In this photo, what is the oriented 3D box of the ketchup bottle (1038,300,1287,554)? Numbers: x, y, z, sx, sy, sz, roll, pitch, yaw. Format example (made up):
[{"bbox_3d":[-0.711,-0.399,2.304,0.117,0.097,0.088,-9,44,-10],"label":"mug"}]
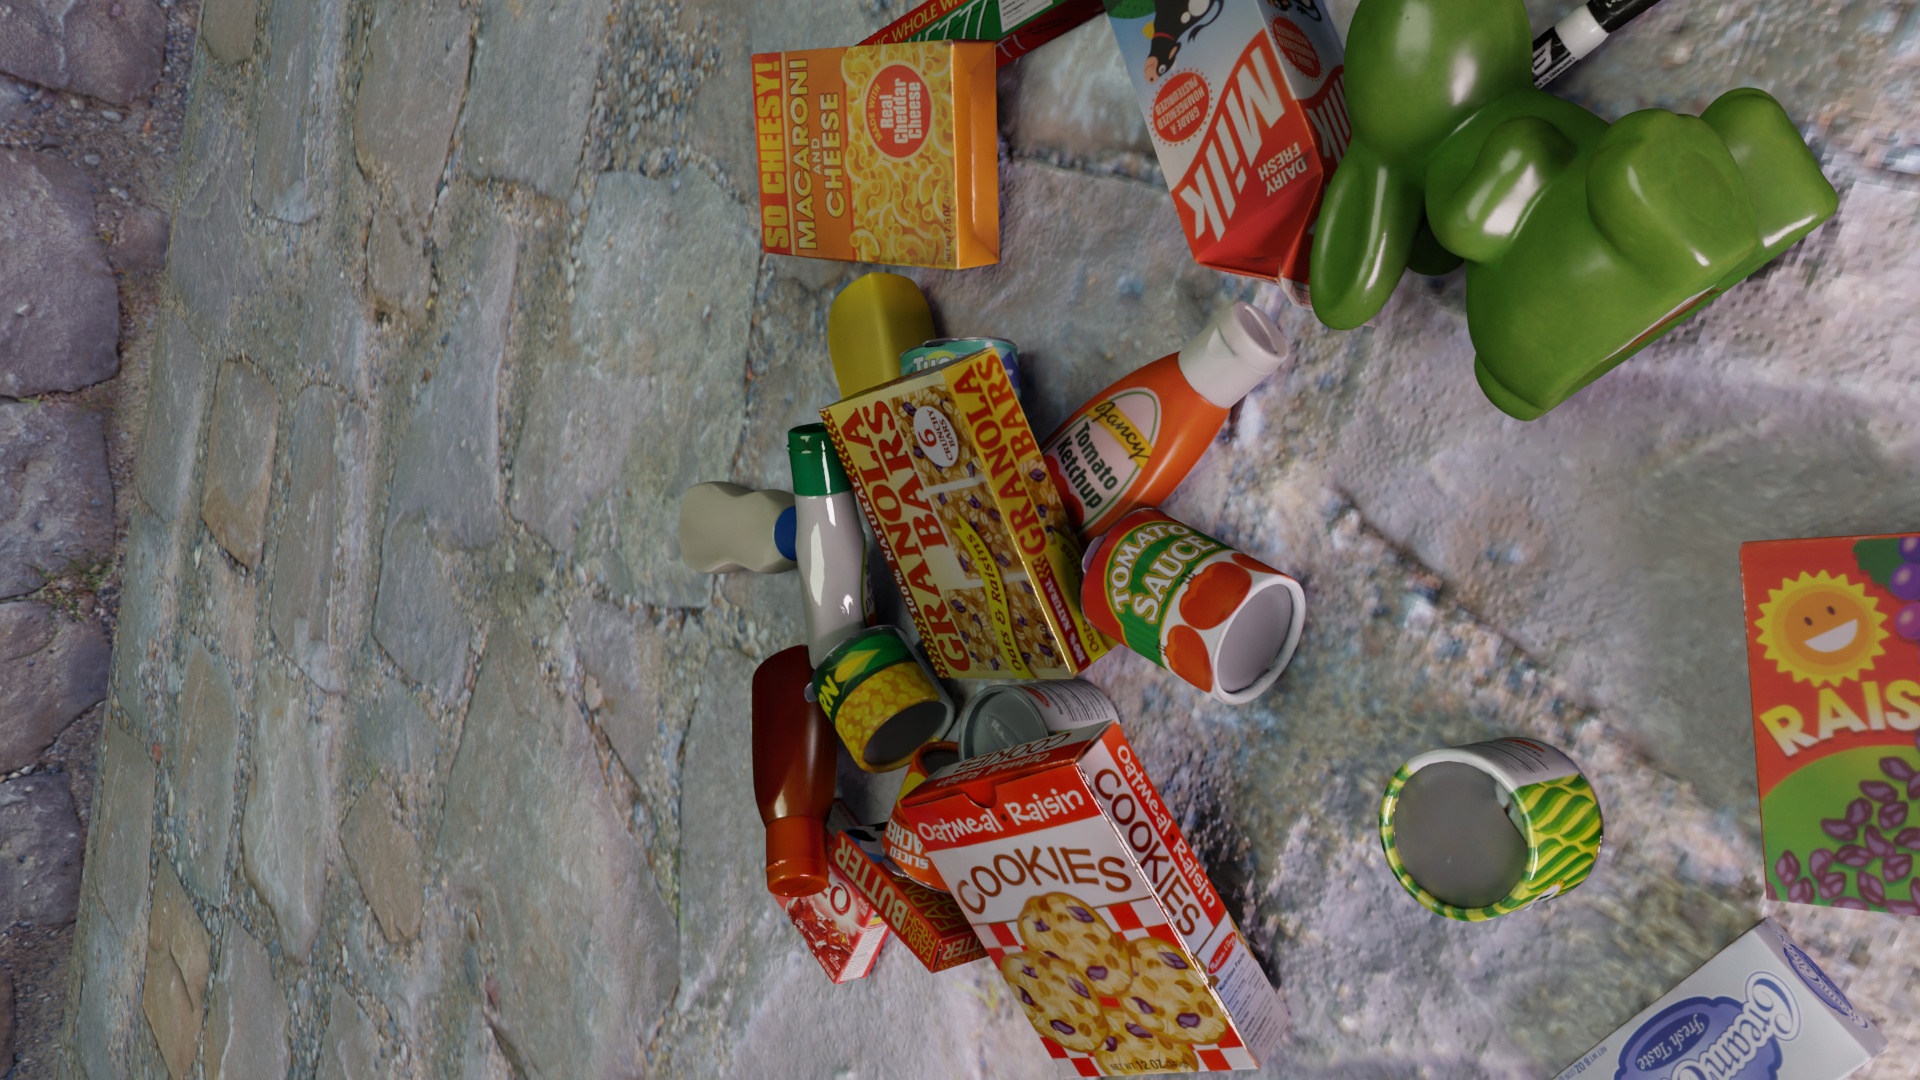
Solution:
[{"bbox_3d":[0.096,-0.057,0.685,0.148,0.043,0.065,-43,63,36],"label":"ketchup bottle"}]

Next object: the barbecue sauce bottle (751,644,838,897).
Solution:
[{"bbox_3d":[-0.102,0.141,0.853,0.064,0.043,0.149,-35,46,37],"label":"barbecue sauce bottle"}]

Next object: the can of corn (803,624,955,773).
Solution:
[{"bbox_3d":[-0.047,0.094,0.808,0.058,0.071,0.071,53,124,33],"label":"can of corn"}]

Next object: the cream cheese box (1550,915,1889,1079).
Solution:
[{"bbox_3d":[0.271,0.189,0.502,0.053,0.024,0.103,54,125,32],"label":"cream cheese box"}]

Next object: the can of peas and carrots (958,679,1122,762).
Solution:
[{"bbox_3d":[0.041,0.108,0.723,0.071,0.059,0.071,-1,88,47],"label":"can of peas and carrots"}]

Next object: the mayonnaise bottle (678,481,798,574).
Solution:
[{"bbox_3d":[-0.132,-0.006,0.925,0.148,0.041,0.064,4,92,45],"label":"mayonnaise bottle"}]

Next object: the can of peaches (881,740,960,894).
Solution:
[{"bbox_3d":[-0.005,0.151,0.761,0.071,0.071,0.058,36,113,41],"label":"can of peaches"}]

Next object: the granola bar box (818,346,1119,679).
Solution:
[{"bbox_3d":[0.003,-0.009,0.725,0.124,0.039,0.165,-9,108,56],"label":"granola bar box"}]

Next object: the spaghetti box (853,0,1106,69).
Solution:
[{"bbox_3d":[0.012,-0.296,0.795,0.249,0.029,0.050,-12,80,46],"label":"spaghetti box"}]

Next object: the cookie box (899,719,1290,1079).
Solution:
[{"bbox_3d":[0.060,0.175,0.661,0.122,0.040,0.167,-25,98,43],"label":"cookie box"}]

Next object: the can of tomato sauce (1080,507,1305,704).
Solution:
[{"bbox_3d":[0.107,0.029,0.649,0.083,0.071,0.071,30,110,42],"label":"can of tomato sauce"}]

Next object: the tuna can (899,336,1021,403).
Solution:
[{"bbox_3d":[0.000,-0.089,0.768,0.071,0.071,0.033,-11,82,46],"label":"tuna can"}]

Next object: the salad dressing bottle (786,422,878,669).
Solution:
[{"bbox_3d":[-0.077,0.004,0.833,0.064,0.044,0.147,-102,6,-75],"label":"salad dressing bottle"}]

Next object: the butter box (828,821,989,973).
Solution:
[{"bbox_3d":[-0.025,0.200,0.792,0.104,0.053,0.024,37,117,41],"label":"butter box"}]

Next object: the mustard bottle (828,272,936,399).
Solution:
[{"bbox_3d":[-0.037,-0.076,0.822,0.065,0.049,0.160,-29,69,48],"label":"mustard bottle"}]

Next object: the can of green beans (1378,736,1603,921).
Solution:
[{"bbox_3d":[0.208,0.113,0.547,0.071,0.058,0.071,-2,87,47],"label":"can of green beans"}]

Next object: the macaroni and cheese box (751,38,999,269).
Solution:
[{"bbox_3d":[-0.052,-0.228,0.821,0.166,0.040,0.123,14,112,40],"label":"macaroni and cheese box"}]

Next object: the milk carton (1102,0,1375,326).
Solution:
[{"bbox_3d":[0.137,-0.183,0.626,0.073,0.072,0.191,-32,66,41],"label":"milk carton"}]

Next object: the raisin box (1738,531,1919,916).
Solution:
[{"bbox_3d":[0.312,0.058,0.456,0.086,0.040,0.123,-6,85,47],"label":"raisin box"}]
